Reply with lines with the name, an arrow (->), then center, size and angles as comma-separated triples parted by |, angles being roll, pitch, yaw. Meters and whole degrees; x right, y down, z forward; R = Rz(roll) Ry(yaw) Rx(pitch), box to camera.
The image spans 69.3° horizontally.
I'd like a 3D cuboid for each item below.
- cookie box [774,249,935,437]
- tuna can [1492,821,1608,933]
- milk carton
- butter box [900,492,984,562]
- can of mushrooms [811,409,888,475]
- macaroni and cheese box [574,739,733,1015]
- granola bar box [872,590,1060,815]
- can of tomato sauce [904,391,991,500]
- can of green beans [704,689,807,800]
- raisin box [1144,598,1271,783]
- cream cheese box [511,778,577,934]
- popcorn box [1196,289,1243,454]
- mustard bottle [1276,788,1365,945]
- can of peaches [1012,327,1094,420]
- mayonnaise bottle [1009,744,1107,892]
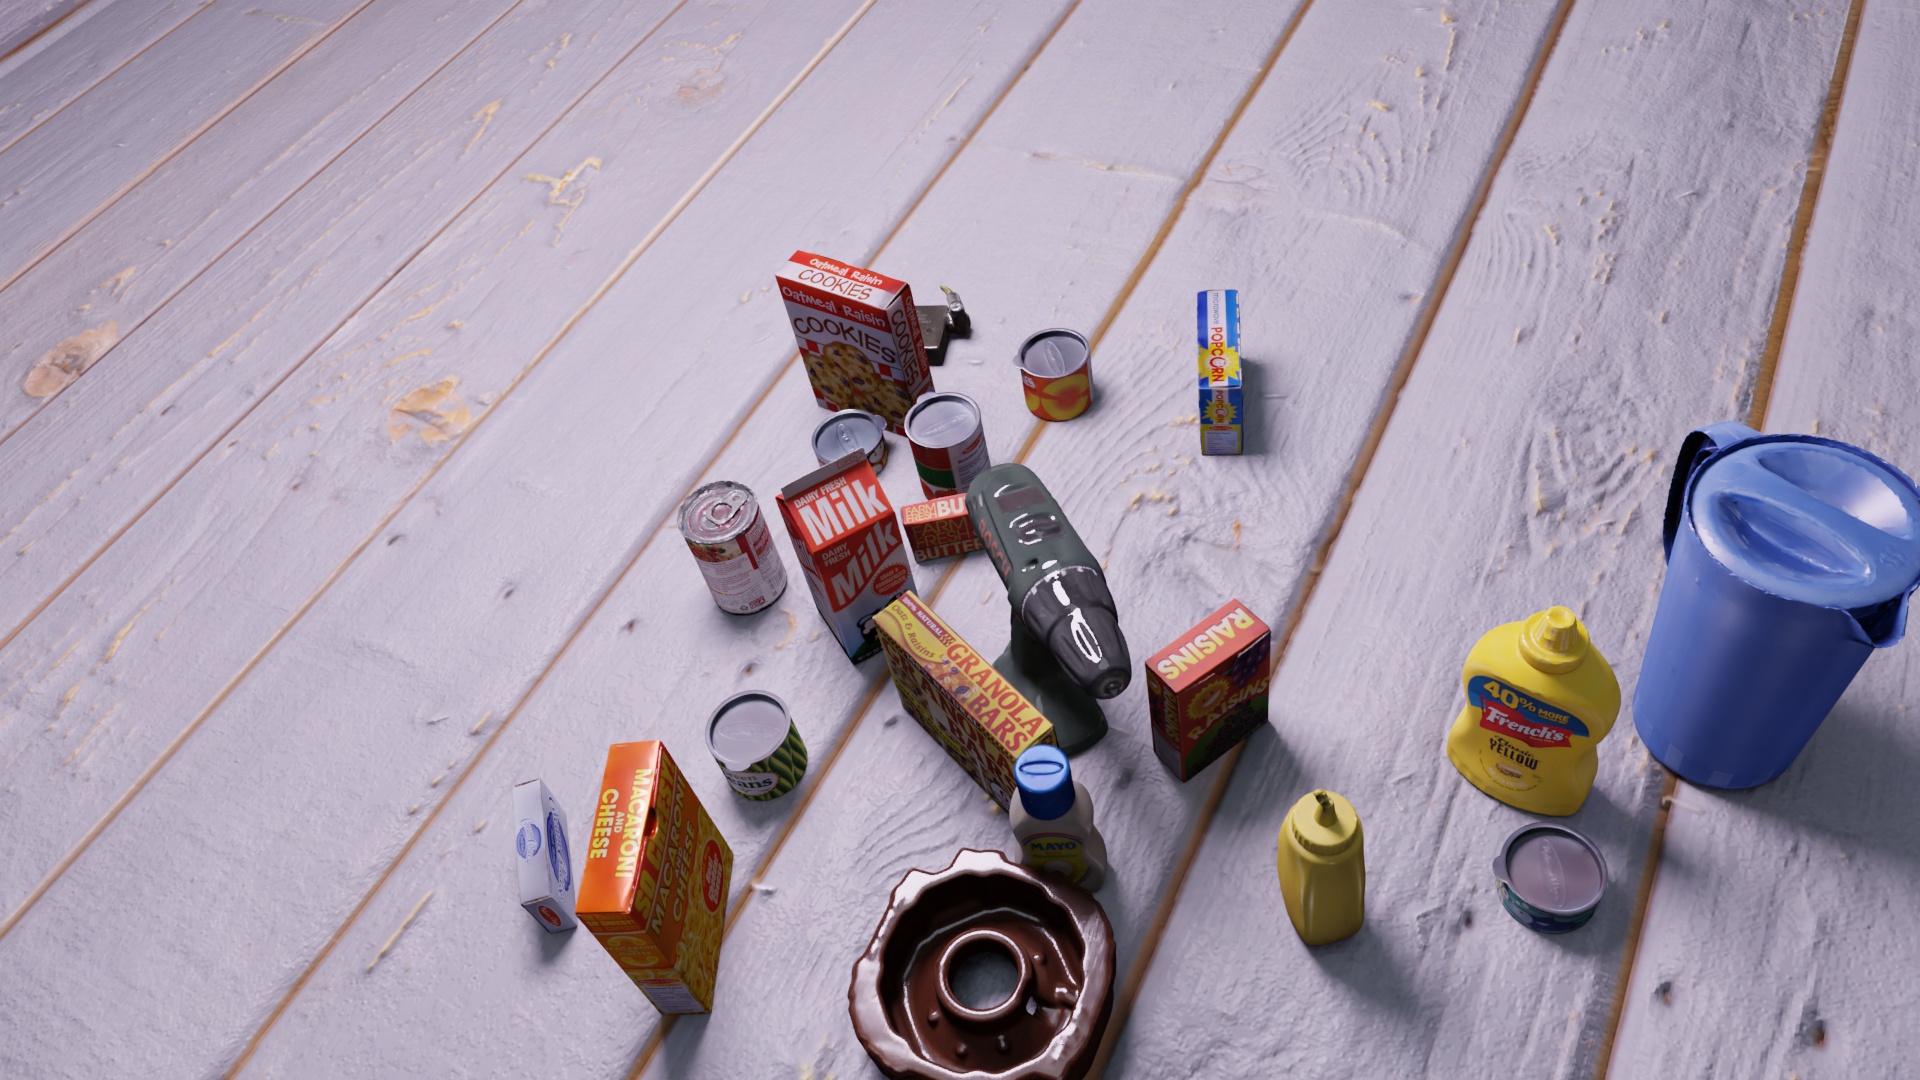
cookie box -> -0.090, -0.176, 1.259 | 0.123, 0.166, 0.040 | 21, 58, 26
tuna can -> 0.387, 0.223, 0.918 | 0.071, 0.032, 0.071 | -6, 50, 7
milk carton -> -0.088, 0.006, 1.092 | 0.072, 0.189, 0.074 | -29, 51, -12
butter box -> 0.004, -0.015, 1.181 | 0.103, 0.053, 0.024 | -11, 50, 2
can of mushrooms -> -0.099, -0.086, 1.274 | 0.071, 0.033, 0.071 | -6, 50, 7
macaroni and cheese box -> -0.202, 0.231, 0.943 | 0.040, 0.165, 0.124 | -5, 50, 8
granola bar box -> 0.009, 0.127, 1.014 | 0.039, 0.123, 0.166 | -36, 53, -18
can of tomato sauce -> -0.010, -0.079, 1.218 | 0.071, 0.082, 0.071 | -6, 50, 7
can of green beans -> -0.156, 0.158, 1.066 | 0.071, 0.057, 0.071 | -6, 50, 7
raisin box -> 0.178, 0.109, 0.996 | 0.086, 0.122, 0.040 | -32, 52, -15
cream cheese box -> -0.310, 0.235, 1.035 | 0.024, 0.053, 0.104 | -18, 50, -4
popcorn box -> 0.229, -0.149, 1.227 | 0.038, 0.084, 0.127 | -1, 51, 11
mustard bottle -> 0.231, 0.201, 0.885 | 0.049, 0.159, 0.065 | -15, 49, -1
can of peaches -> 0.086, -0.152, 1.275 | 0.071, 0.057, 0.071 | -6, 50, 7
mayonnaise bottle -> 0.062, 0.191, 0.935 | 0.065, 0.147, 0.041 | -3, 50, 9
